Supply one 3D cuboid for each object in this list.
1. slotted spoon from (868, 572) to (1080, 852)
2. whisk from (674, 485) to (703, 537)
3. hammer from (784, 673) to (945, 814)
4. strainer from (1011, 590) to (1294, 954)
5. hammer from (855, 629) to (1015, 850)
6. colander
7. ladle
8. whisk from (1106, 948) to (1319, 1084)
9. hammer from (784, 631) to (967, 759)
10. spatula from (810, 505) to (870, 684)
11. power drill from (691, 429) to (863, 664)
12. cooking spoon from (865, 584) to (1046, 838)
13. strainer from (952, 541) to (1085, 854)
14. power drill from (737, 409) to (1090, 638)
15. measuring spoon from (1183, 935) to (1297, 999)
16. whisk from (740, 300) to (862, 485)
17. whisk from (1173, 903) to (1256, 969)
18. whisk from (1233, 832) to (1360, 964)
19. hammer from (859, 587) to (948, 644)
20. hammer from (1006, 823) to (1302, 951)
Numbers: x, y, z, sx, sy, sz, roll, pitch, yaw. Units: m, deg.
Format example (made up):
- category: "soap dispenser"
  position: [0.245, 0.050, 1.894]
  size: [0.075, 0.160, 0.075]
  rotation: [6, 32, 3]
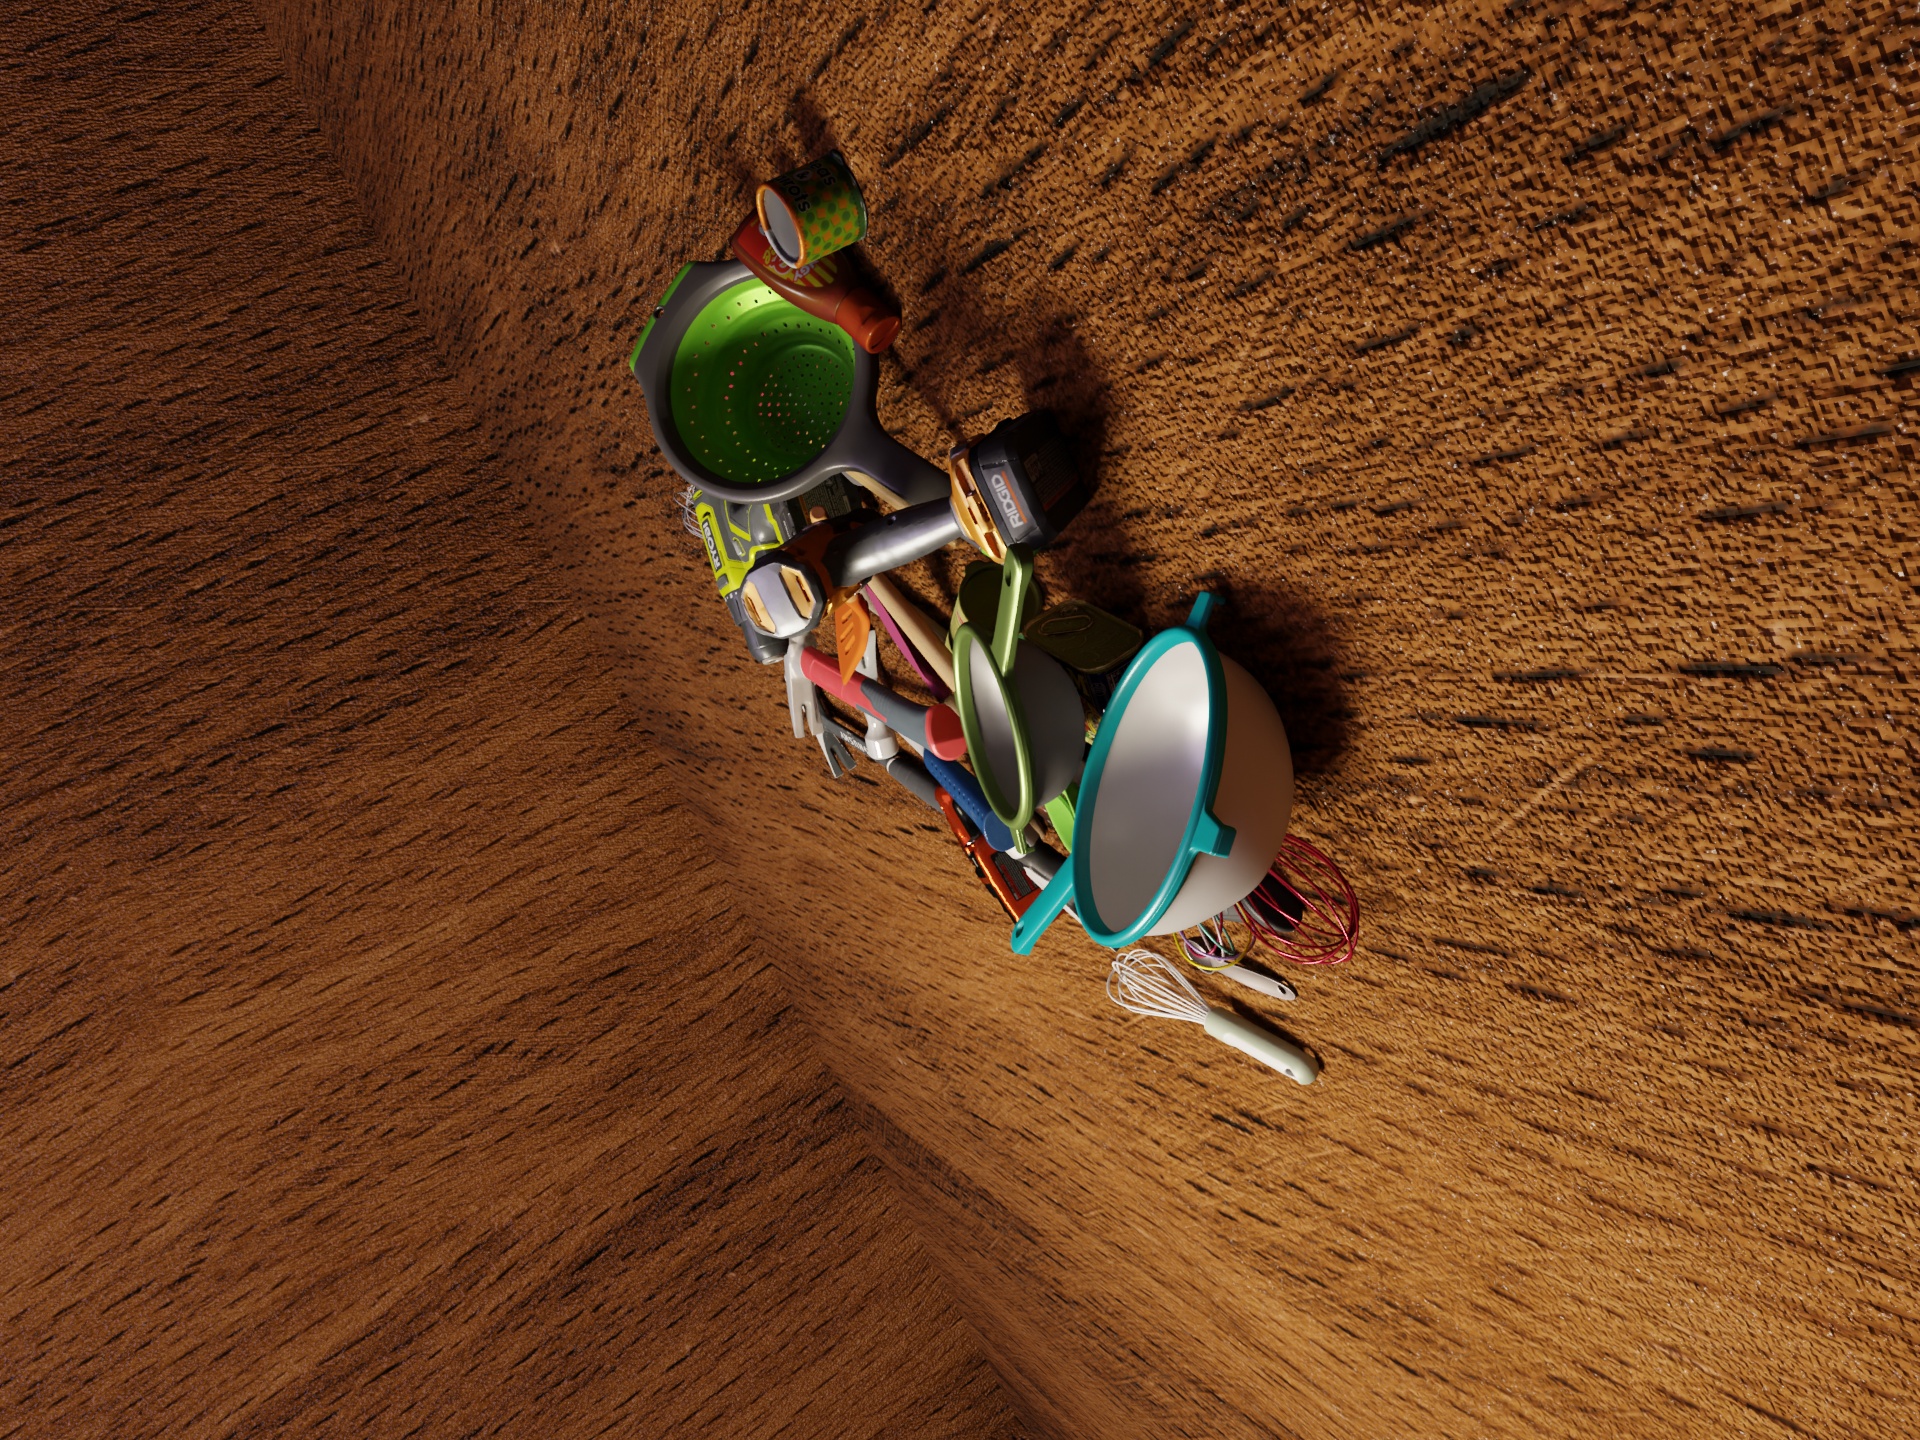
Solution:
- category: "slotted spoon"
  position: [0.009, -0.021, 1.262]
  size: [0.314, 0.031, 0.070]
  rotation: [51, 161, 20]
- category: "whisk"
  position: [-0.235, -0.196, 1.792]
  size: [0.285, 0.070, 0.070]
  rotation: [40, 153, 36]
- category: "hammer"
  position: [-0.082, 0.050, 1.797]
  size: [0.409, 0.036, 0.149]
  rotation: [30, 146, 56]
- category: "strainer"
  position: [0.133, 0.085, 1.075]
  size: [0.340, 0.095, 0.211]
  rotation: [121, 159, -51]
- category: "hammer"
  position: [-0.033, 0.026, 1.516]
  size: [0.406, 0.035, 0.144]
  rotation: [-139, 34, -64]
- category: "colander"
  position: [-0.086, -0.229, 1.290]
  size: [0.397, 0.204, 0.094]
  rotation: [35, -172, 19]
- category: "ladle"
  position: [-0.116, -0.239, 1.380]
  size: [0.316, 0.031, 0.069]
  rotation: [38, 153, 21]
- category: "whisk"
  position: [0.207, 0.248, 1.331]
  size: [0.246, 0.059, 0.057]
  rotation: [22, 150, 55]
- category: "hammer"
  position: [-0.089, -0.010, 1.512]
  size: [0.387, 0.038, 0.143]
  rotation: [29, 127, 61]
- category: "spatula"
  position: [-0.106, -0.113, 1.345]
  size: [0.322, 0.041, 0.081]
  rotation: [77, -174, -75]
- category: "power drill"
  position: [-0.176, -0.167, 1.525]
  size: [0.228, 0.080, 0.190]
  rotation: [-25, 82, 58]
- category: "cooking spoon"
  position: [-0.002, -0.005, 1.430]
  size: [0.318, 0.017, 0.069]
  rotation: [56, 175, -29]
- category: "strainer"
  position: [0.052, -0.035, 1.088]
  size: [0.256, 0.069, 0.152]
  rotation: [96, 156, -53]
- category: "power drill"
  position: [-0.027, -0.138, 1.113]
  size: [0.084, 0.226, 0.185]
  rotation: [64, -155, -12]
- category: "measuring spoon"
  position: [0.225, 0.196, 1.263]
  size: [0.124, 0.018, 0.034]
  rotation: [17, 137, 55]
- category: "whisk"
  position: [-0.153, -0.309, 1.422]
  size: [0.239, 0.055, 0.055]
  rotation: [55, 161, 1]
- category: "whisk"
  position: [0.148, 0.095, 1.172]
  size: [0.051, 0.047, 0.245]
  rotation: [22, -155, -32]
- category: "whisk"
  position: [0.182, 0.076, 1.124]
  size: [0.296, 0.073, 0.073]
  rotation: [48, 159, 49]
- category: "hammer"
  position: [-0.058, -0.107, 1.496]
  size: [0.411, 0.038, 0.146]
  rotation: [40, 152, 45]
- category: "hammer"
  position: [0.159, 0.141, 1.273]
  size: [0.146, 0.035, 0.335]
  rotation: [45, 161, -18]
